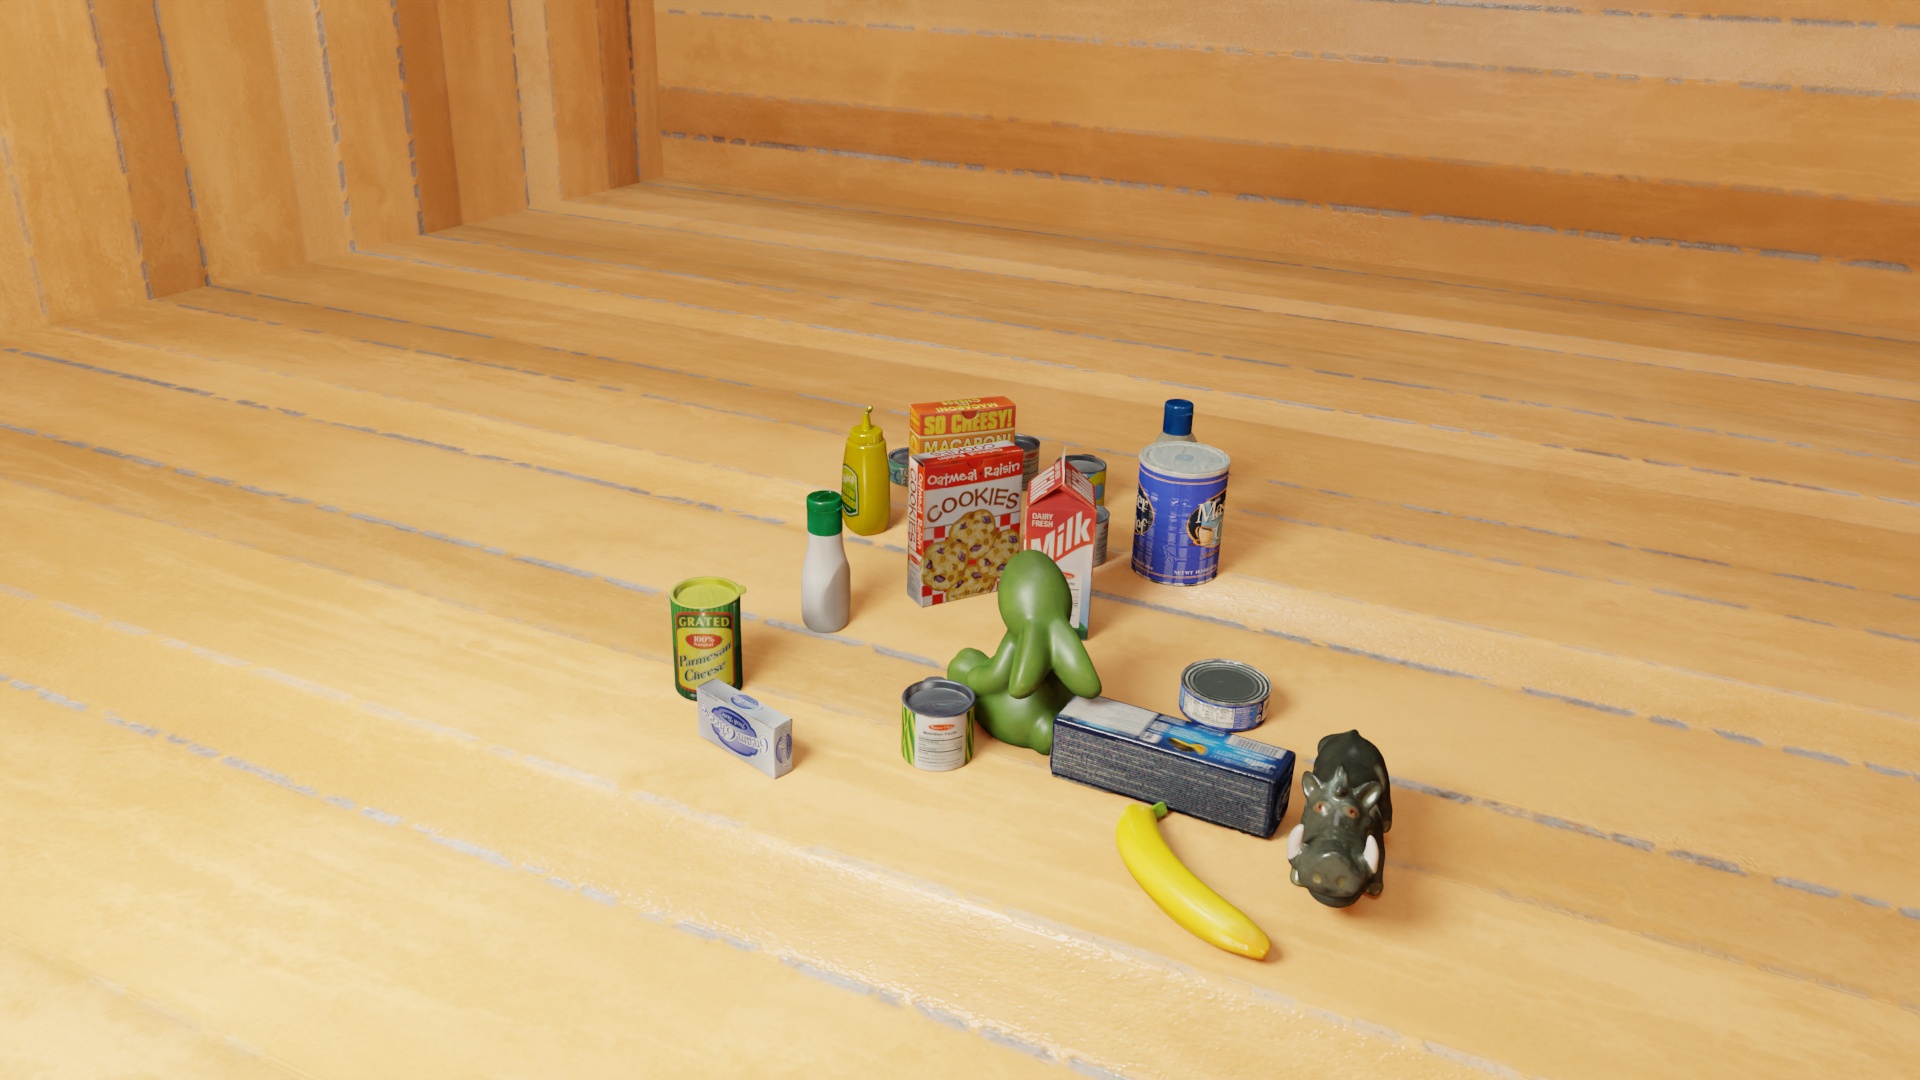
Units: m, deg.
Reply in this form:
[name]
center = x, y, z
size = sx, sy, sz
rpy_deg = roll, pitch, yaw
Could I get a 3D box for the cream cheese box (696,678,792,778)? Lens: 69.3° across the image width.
[cream cheese box]
center = -0.191, 0.166, 1.229
size = 0.104, 0.053, 0.024
rpy_deg = 21, 30, 36

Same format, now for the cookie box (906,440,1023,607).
[cookie box]
center = 0.005, -0.019, 1.516
size = 0.123, 0.166, 0.040
rpy_deg = -11, 27, -27

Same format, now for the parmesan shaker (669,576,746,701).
[parmesan shaker]
center = -0.238, 0.094, 1.324
size = 0.071, 0.102, 0.071
rpy_deg = 2, 24, -1

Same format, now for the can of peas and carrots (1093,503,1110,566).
[can of peas and carrots]
center = 0.138, -0.007, 1.632
size = 0.071, 0.058, 0.071
rpy_deg = 2, 24, -1

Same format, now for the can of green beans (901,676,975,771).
[can of green beans]
center = -0.020, 0.165, 1.239
size = 0.071, 0.057, 0.071
rpy_deg = 2, 24, -1

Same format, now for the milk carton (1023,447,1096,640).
[milk carton]
center = 0.103, 0.003, 1.447
size = 0.073, 0.189, 0.072
rpy_deg = 3, 24, 2

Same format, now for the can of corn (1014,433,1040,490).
[can of corn]
center = 0.070, -0.104, 1.843
size = 0.071, 0.058, 0.071
rpy_deg = 2, 24, -1

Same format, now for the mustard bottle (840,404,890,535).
[mustard bottle]
center = -0.114, -0.087, 1.667
size = 0.049, 0.159, 0.065
rpy_deg = -13, 28, -30

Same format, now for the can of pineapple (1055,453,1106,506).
[can of pineapple]
center = 0.154, -0.073, 1.780
size = 0.071, 0.057, 0.071
rpy_deg = 2, 24, -1

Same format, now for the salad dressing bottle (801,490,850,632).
[salad dressing bottle]
center = -0.140, 0.022, 1.439
size = 0.044, 0.147, 0.064
rpy_deg = 13, 26, 23

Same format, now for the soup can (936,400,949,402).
[soup can]
center = -0.009, -0.140, 1.884
size = 0.071, 0.083, 0.071
rpy_deg = 2, 24, -1

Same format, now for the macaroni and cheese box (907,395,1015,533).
[macaroni and cheese box]
center = 0.002, -0.084, 1.662
size = 0.124, 0.165, 0.040
rpy_deg = -8, 26, -20

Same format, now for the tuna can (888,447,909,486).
[tuna can]
center = -0.064, -0.097, 1.848
size = 0.071, 0.032, 0.071
rpy_deg = 2, 24, -1

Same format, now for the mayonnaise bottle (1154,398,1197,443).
[mayonnaise bottle]
center = 0.269, -0.103, 1.747
size = 0.065, 0.147, 0.041
rpy_deg = -16, 29, -34
